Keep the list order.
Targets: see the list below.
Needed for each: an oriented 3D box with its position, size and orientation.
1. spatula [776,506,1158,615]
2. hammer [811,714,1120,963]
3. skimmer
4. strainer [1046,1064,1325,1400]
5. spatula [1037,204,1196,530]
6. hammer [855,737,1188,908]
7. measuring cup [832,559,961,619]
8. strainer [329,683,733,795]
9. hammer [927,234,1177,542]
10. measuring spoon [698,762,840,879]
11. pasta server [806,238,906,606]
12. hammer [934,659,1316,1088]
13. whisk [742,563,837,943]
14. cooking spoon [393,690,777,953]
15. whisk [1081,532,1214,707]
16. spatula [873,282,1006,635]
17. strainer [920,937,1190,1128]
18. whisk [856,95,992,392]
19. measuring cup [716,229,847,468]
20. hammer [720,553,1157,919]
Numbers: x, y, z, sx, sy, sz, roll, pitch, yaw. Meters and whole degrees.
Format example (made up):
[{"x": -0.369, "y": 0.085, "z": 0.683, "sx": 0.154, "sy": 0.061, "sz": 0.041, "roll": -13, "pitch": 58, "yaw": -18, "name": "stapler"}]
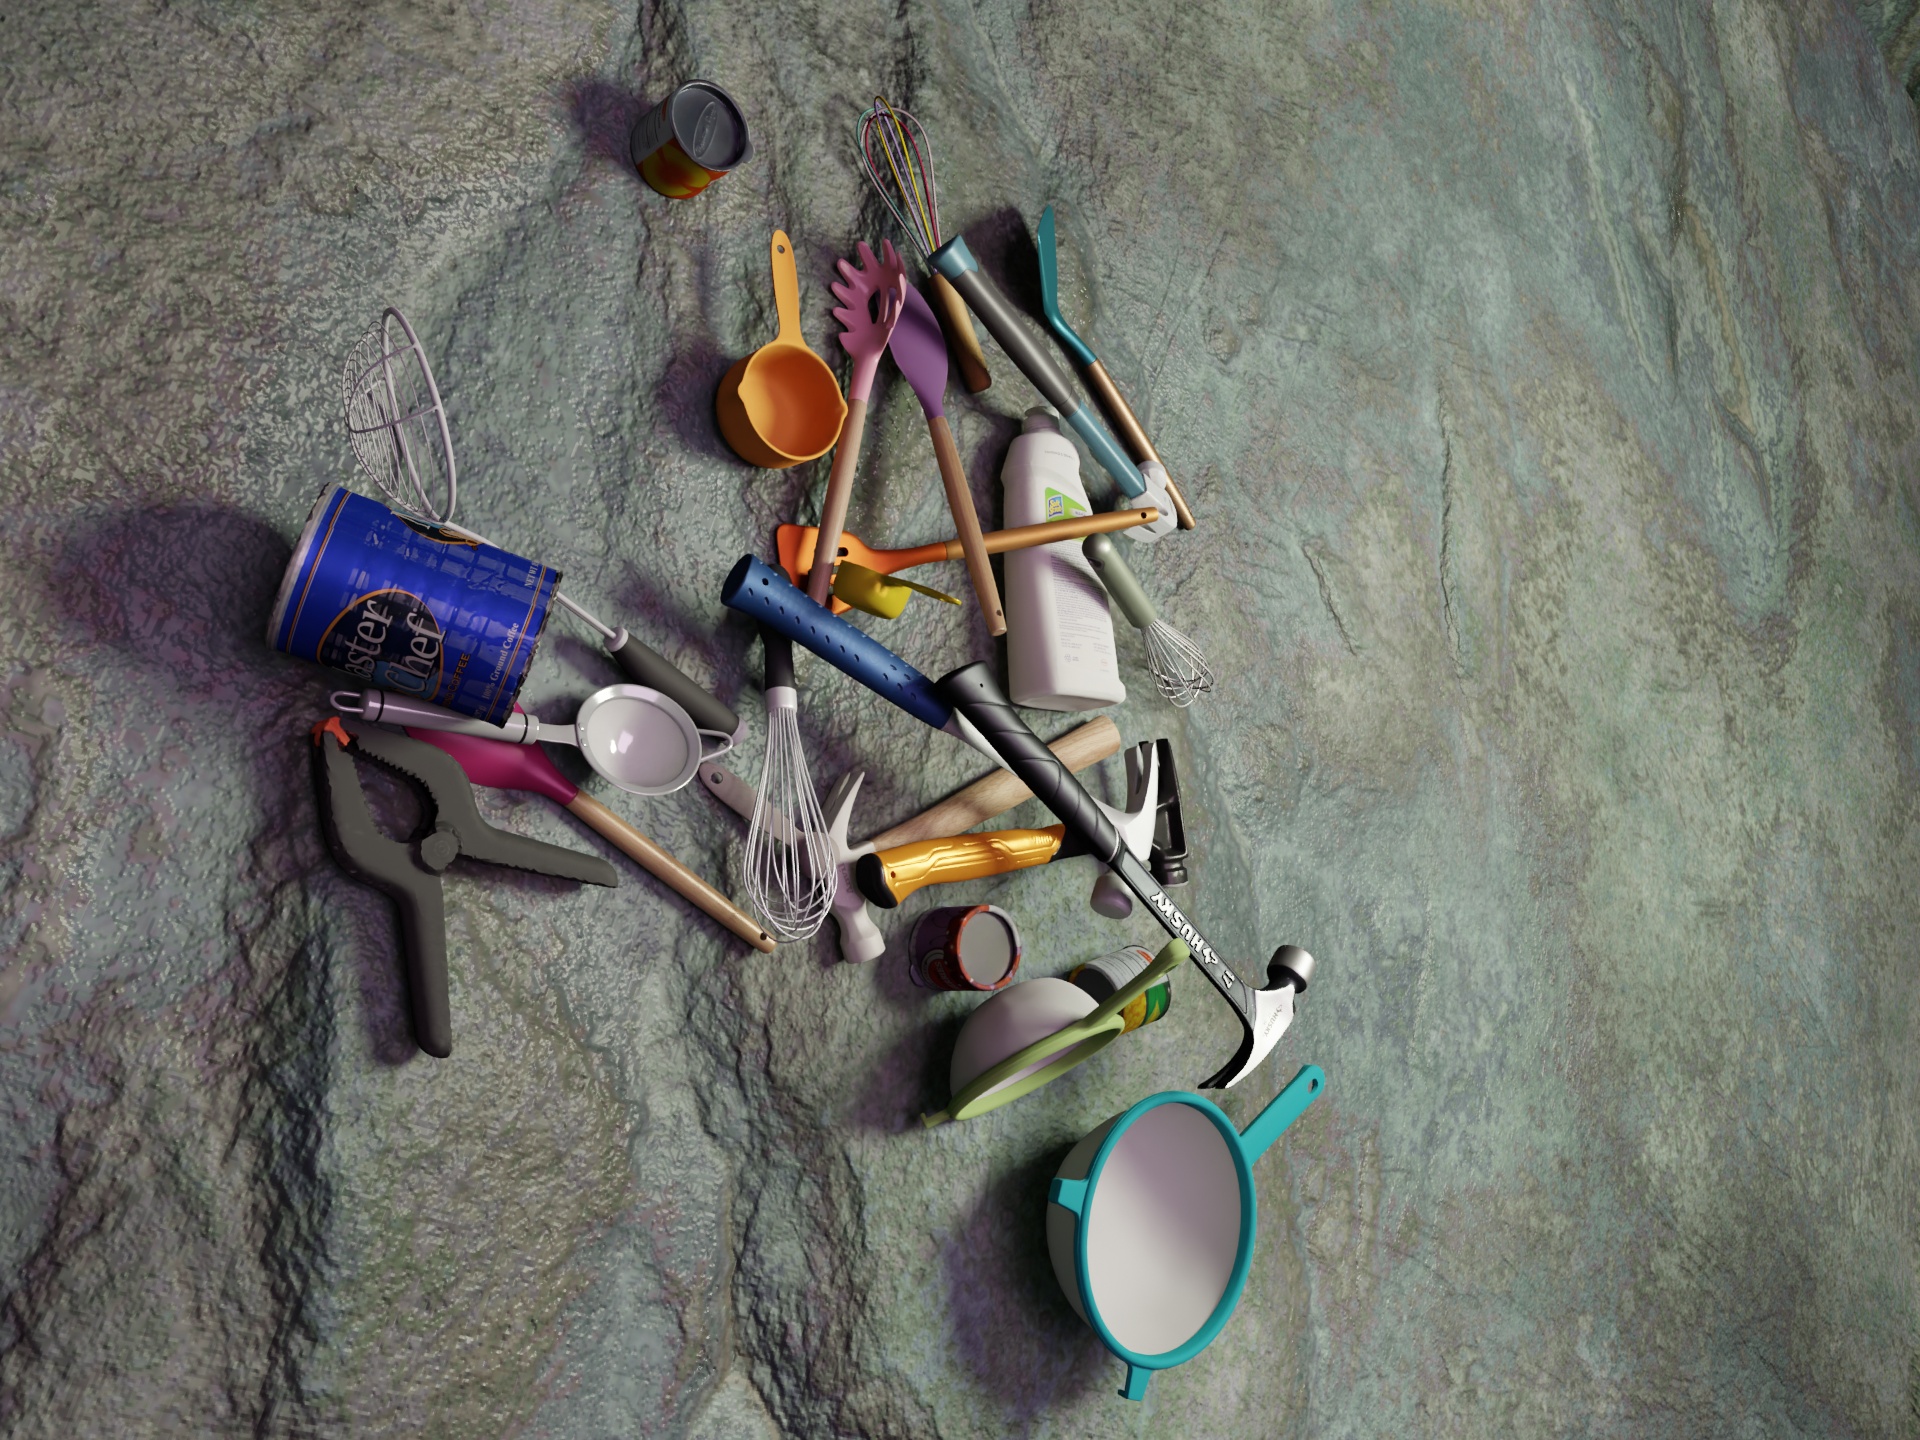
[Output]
[{"x": 0.012, "y": -0.137, "z": 1.247, "sx": 0.322, "sy": 0.041, "sz": 0.081, "roll": -12, "pitch": 92, "yaw": -17, "name": "spatula"}, {"x": 0.012, "y": 0.064, "z": 1.263, "sx": 0.331, "sy": 0.031, "sz": 0.130, "roll": -26, "pitch": 101, "yaw": -40, "name": "hammer"}, {"x": -0.249, "y": -0.110, "z": 1.029, "sx": 0.362, "sy": 0.127, "sz": 0.090, "roll": 42, "pitch": 82, "yaw": -36, "name": "skimmer"}, {"x": 0.180, "y": 0.377, "z": 1.319, "sx": 0.340, "sy": 0.095, "sz": 0.211, "roll": -30, "pitch": 105, "yaw": -41, "name": "strainer"}, {"x": 0.137, "y": -0.301, "z": 1.412, "sx": 0.317, "sy": 0.044, "sz": 0.082, "roll": 54, "pitch": 27, "yaw": -23, "name": "spatula"}, {"x": 0.056, "y": 0.092, "z": 1.253, "sx": 0.336, "sy": 0.034, "sz": 0.127, "roll": -6, "pitch": 89, "yaw": -41, "name": "hammer"}, {"x": -0.044, "y": -0.085, "z": 1.131, "sx": 0.062, "sy": 0.157, "sz": 0.029, "roll": 24, "pitch": 89, "yaw": -30, "name": "measuring cup"}, {"x": -0.269, "y": 0.007, "z": 1.010, "sx": 0.258, "sy": 0.050, "sz": 0.087, "roll": 11, "pitch": 51, "yaw": -36, "name": "strainer"}, {"x": 0.082, "y": -0.268, "z": 1.306, "sx": 0.330, "sy": 0.033, "sz": 0.128, "roll": 44, "pitch": 27, "yaw": -33, "name": "hammer"}, {"x": -0.135, "y": 0.070, "z": 1.130, "sx": 0.124, "sy": 0.018, "sz": 0.034, "roll": 39, "pitch": 75, "yaw": -14, "name": "measuring spoon"}, {"x": -0.087, "y": -0.220, "z": 1.202, "sx": 0.040, "sy": 0.060, "sz": 0.316, "roll": 43, "pitch": 52, "yaw": -58, "name": "pasta server"}, {"x": 0.120, "y": 0.110, "z": 1.204, "sx": 0.408, "sy": 0.036, "sz": 0.149, "roll": 48, "pitch": 55, "yaw": -17, "name": "hammer"}, {"x": -0.126, "y": 0.017, "z": 1.119, "sx": 0.070, "sy": 0.070, "sz": 0.285, "roll": 13, "pitch": 61, "yaw": -38, "name": "whisk"}, {"x": -0.239, "y": 0.065, "z": 1.060, "sx": 0.318, "sy": 0.017, "sz": 0.069, "roll": 42, "pitch": 59, "yaw": -27, "name": "cooking spoon"}, {"x": 0.159, "y": -0.084, "z": 1.348, "sx": 0.059, "sy": 0.058, "sz": 0.246, "roll": -62, "pitch": 142, "yaw": -16, "name": "whisk"}, {"x": -0.010, "y": -0.211, "z": 1.242, "sx": 0.059, "sy": 0.018, "sz": 0.316, "roll": -1, "pitch": 68, "yaw": -38, "name": "spatula"}, {"x": 0.073, "y": 0.210, "z": 1.178, "sx": 0.151, "sy": 0.256, "sz": 0.069, "roll": -9, "pitch": 61, "yaw": -45, "name": "strainer"}, {"x": -0.025, "y": -0.384, "z": 1.290, "sx": 0.051, "sy": 0.047, "sz": 0.245, "roll": -33, "pitch": 108, "yaw": -39, "name": "whisk"}, {"x": -0.139, "y": -0.270, "z": 1.172, "sx": 0.095, "sy": 0.052, "sz": 0.174, "roll": 1, "pitch": 81, "yaw": -40, "name": "measuring cup"}, {"x": -0.002, "y": -0.004, "z": 1.183, "sx": 0.405, "sy": 0.035, "sz": 0.144, "roll": 34, "pitch": 60, "yaw": -27, "name": "hammer"}]
